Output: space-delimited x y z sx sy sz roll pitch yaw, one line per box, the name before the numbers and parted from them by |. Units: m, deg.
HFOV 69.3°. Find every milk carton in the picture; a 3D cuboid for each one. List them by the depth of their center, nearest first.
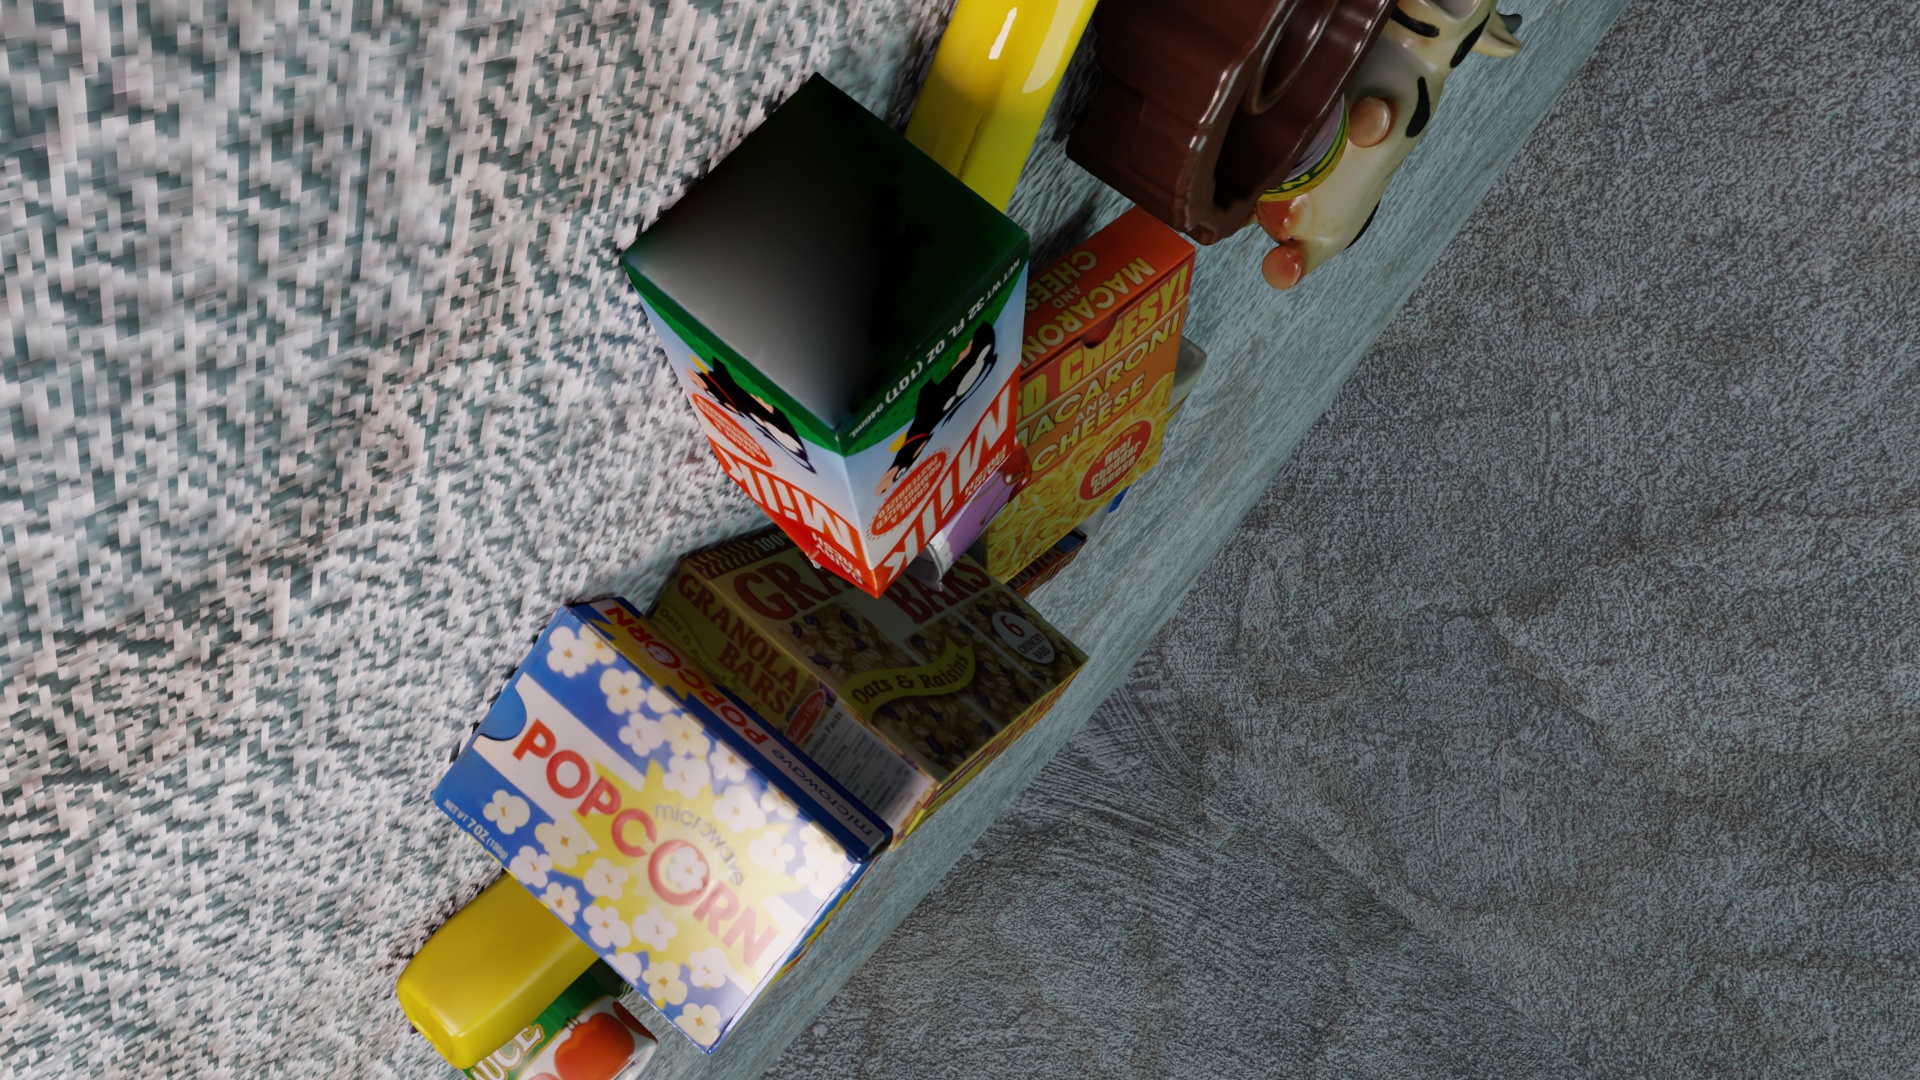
milk carton | -0.031 -0.042 0.419 0.072 0.073 0.190 -48 169 -12

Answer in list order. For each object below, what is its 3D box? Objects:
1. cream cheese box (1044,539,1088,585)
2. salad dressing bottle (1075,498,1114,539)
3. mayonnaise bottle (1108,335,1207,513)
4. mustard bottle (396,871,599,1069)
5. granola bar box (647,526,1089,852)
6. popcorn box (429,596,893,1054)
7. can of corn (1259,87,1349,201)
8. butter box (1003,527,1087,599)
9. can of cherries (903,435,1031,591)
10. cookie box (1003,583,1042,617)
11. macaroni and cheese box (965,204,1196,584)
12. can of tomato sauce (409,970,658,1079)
cream cheese box | 0.081 -0.006 1.074 0.053 0.024 0.103 -47 168 -18
salad dressing bottle | 0.091 -0.061 0.891 0.146 0.044 0.064 110 1 -49
mayonnaise bottle | 0.119 -0.076 0.963 0.065 0.041 0.147 -44 166 -37
mustard bottle | -0.159 0.146 0.585 0.161 0.049 0.065 -42 166 -38
granola bar box | -0.030 0.043 0.561 0.039 0.124 0.166 -55 167 22
popcorn box | -0.097 0.090 0.452 0.085 0.127 0.038 -53 171 13
can of corn | 0.140 -0.187 0.629 0.071 0.071 0.058 -54 168 15
butter box | 0.033 0.007 0.865 0.104 0.053 0.024 -34 158 -54
can of cherries | -0.013 -0.024 0.553 0.058 0.071 0.071 -48 168 -18
cookie box | -0.016 0.093 0.745 0.122 0.040 0.168 -48 -177 15
macaroni and cheese box | 0.046 -0.059 0.647 0.124 0.040 0.165 -38 156 -19
can of tomato sauce | -0.189 0.222 0.621 0.071 0.083 0.071 -48 168 -13
